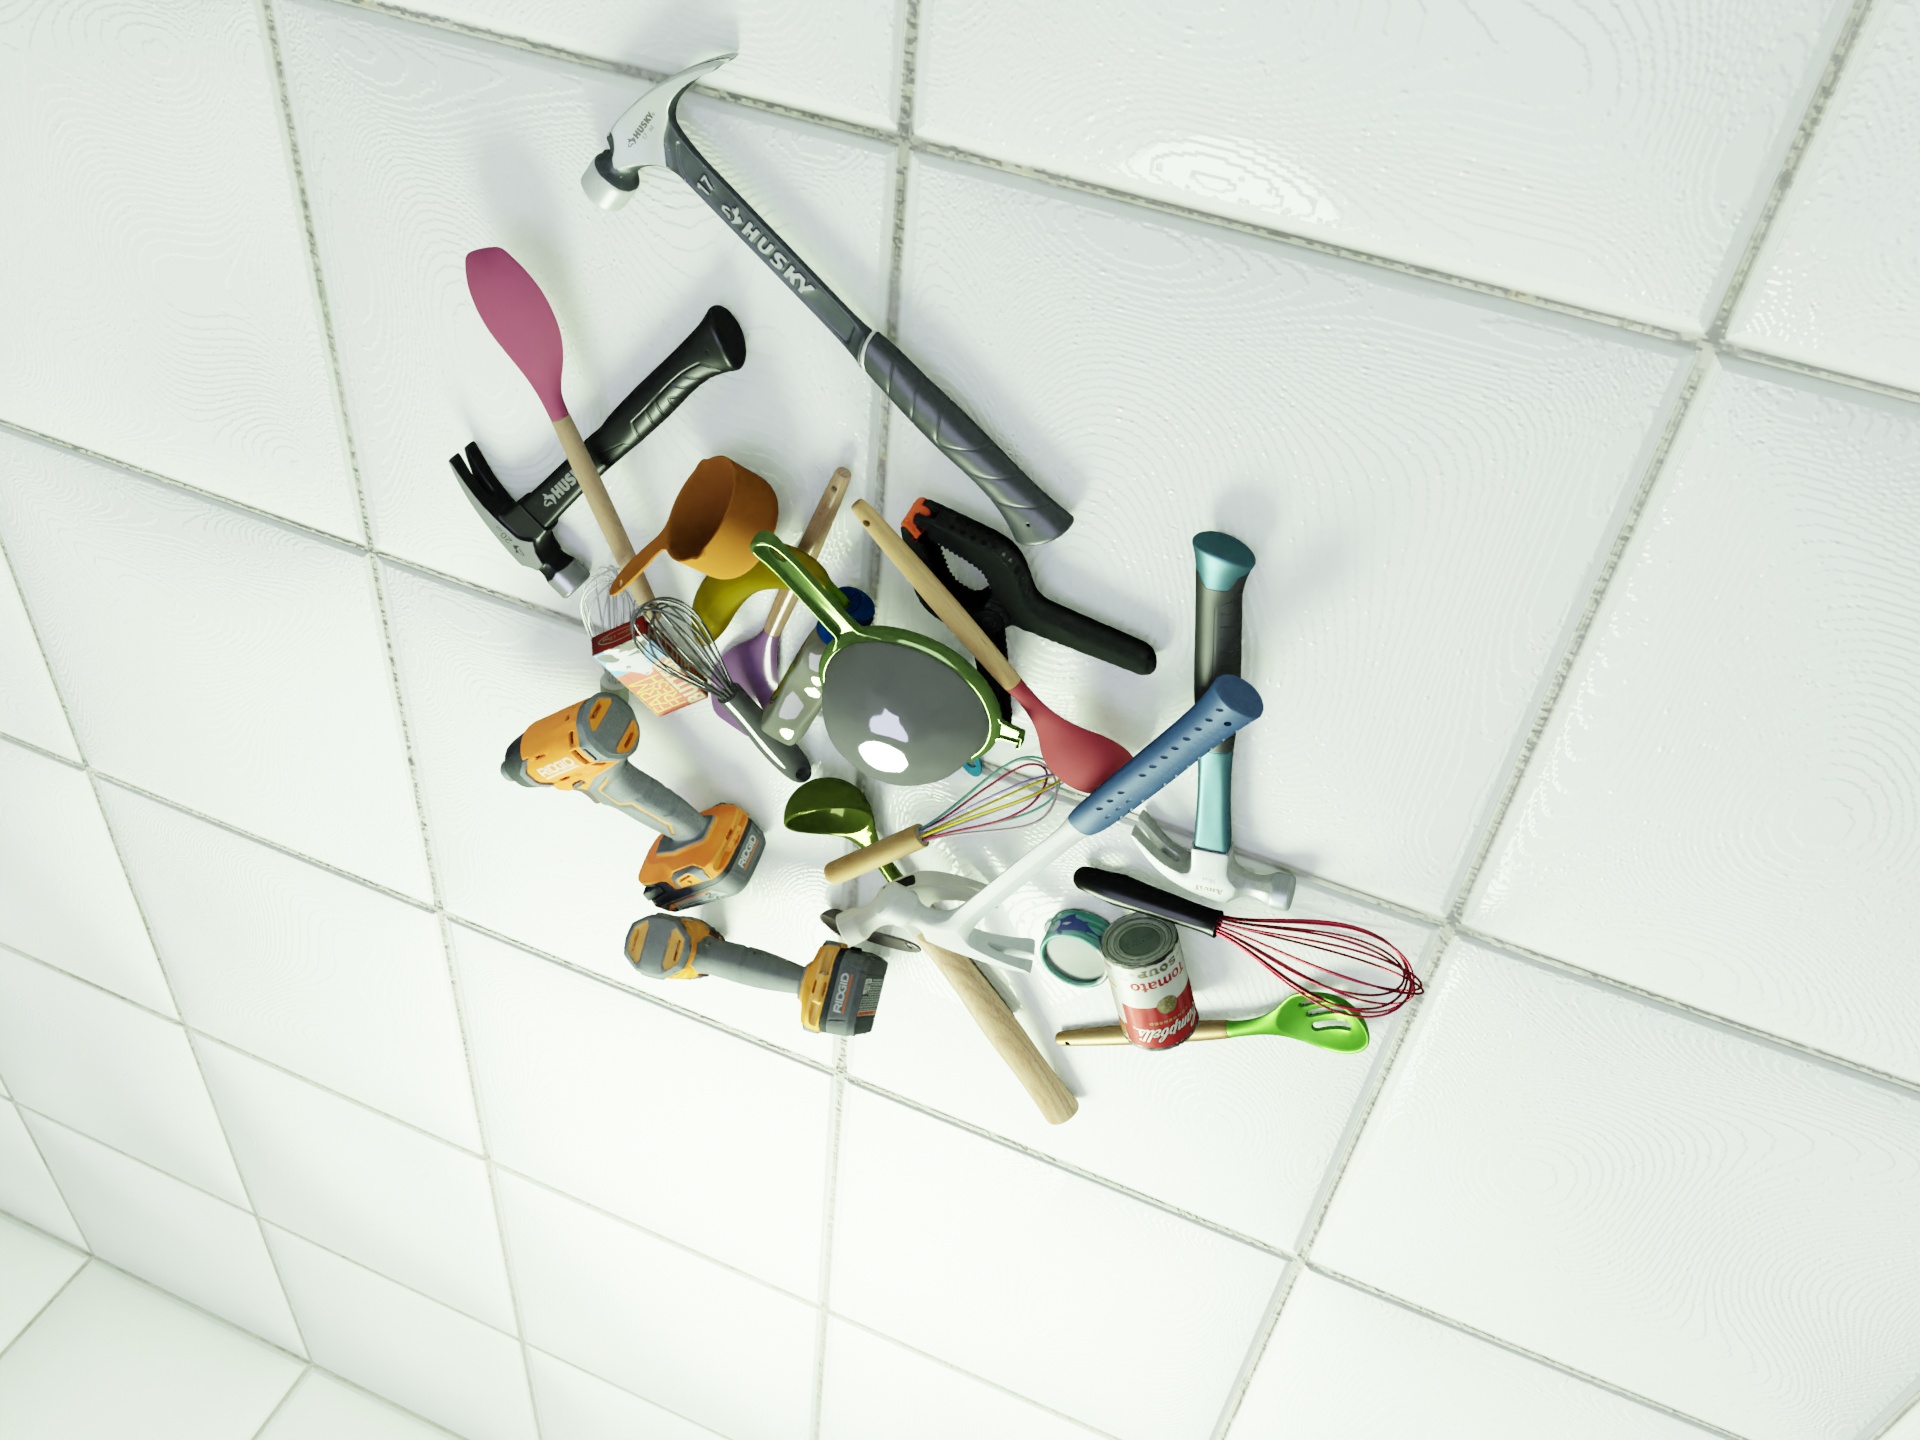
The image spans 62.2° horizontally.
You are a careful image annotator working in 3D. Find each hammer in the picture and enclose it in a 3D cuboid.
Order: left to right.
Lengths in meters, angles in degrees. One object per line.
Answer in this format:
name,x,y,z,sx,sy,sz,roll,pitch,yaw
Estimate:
hammer,-0.276,-0.222,1.241,0.146,0.035,0.335,47,133,-14
hammer,-0.073,-0.272,1.093,0.408,0.036,0.149,44,132,-11
hammer,0.025,0.261,1.457,0.130,0.031,0.331,-29,121,9
hammer,0.093,0.088,1.237,0.144,0.035,0.405,27,136,-19
hammer,0.192,0.007,1.183,0.128,0.033,0.330,10,130,19

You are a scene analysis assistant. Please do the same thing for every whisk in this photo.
whisk,-0.304,-0.042,1.402,0.058,0.059,0.246,54,149,32
whisk,-0.195,-0.019,1.330,0.055,0.055,0.238,-8,138,33
whisk,-0.016,0.087,1.317,0.245,0.047,0.051,-25,123,26
whisk,0.226,0.171,1.283,0.296,0.073,0.073,17,133,22

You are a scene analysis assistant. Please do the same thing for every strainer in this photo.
strainer,-0.079,-0.031,1.182,0.151,0.069,0.256,-12,131,40

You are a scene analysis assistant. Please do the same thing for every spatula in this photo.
spatula,-0.147,-0.091,1.292,0.060,0.018,0.315,35,135,2

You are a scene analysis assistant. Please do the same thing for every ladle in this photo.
ladle,-0.046,0.172,1.431,0.078,0.062,0.320,-20,118,35
ladle,0.025,-0.047,1.183,0.069,0.031,0.315,-23,119,39

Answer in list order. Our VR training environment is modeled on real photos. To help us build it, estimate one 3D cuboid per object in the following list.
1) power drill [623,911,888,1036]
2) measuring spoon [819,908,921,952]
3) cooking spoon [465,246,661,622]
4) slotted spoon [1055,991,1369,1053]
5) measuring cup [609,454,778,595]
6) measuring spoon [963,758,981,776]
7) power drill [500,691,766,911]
power drill,-0.188,0.236,1.512,0.226,0.084,0.185,13,172,9
measuring spoon,-0.081,0.195,1.477,0.124,0.018,0.034,9,143,39
cooking spoon,-0.297,-0.211,1.224,0.069,0.017,0.318,-1,126,29
slotted spoon,0.213,0.270,1.394,0.314,0.031,0.070,-13,119,37
measuring cup,-0.207,-0.133,1.235,0.052,0.095,0.173,23,139,-36
measuring spoon,-0.002,-0.004,1.293,0.042,0.021,0.128,4,137,26
power drill,-0.306,0.077,1.448,0.164,0.084,0.226,-19,127,38
